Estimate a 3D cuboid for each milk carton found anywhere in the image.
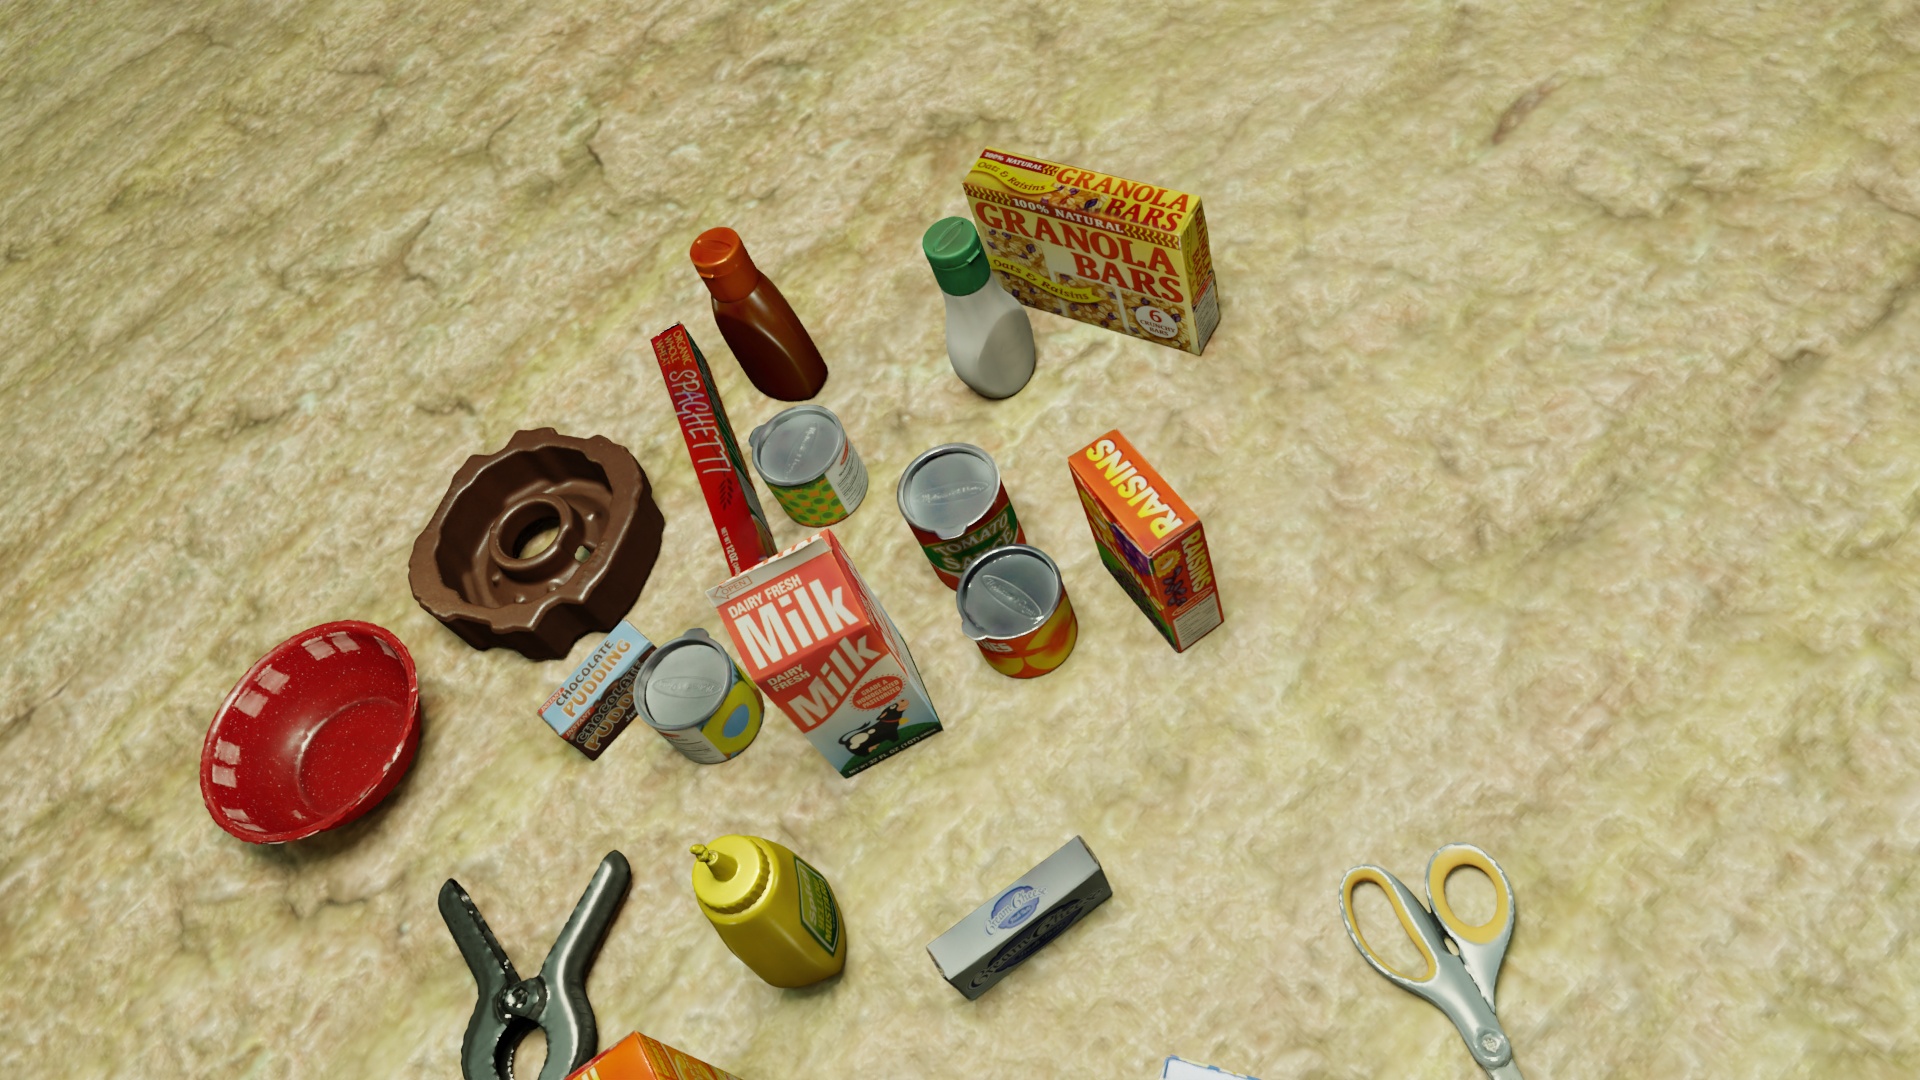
[{"bbox_3d":[-0.079,0.060,0.808,0.072,0.189,0.074,-26,56,0],"label":"milk carton"}]

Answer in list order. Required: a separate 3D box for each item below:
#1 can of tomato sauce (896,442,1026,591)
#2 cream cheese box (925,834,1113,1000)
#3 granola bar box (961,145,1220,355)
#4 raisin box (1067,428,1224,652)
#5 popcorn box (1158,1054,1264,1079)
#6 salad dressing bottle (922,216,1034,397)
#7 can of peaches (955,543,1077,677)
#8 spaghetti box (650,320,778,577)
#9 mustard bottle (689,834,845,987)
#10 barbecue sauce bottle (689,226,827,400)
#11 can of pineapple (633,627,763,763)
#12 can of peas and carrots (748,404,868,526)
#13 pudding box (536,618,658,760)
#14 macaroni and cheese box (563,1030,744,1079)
[{"bbox_3d":[0.003,-0.011,0.893,0.071,0.082,0.071,-8,57,12],"label":"can of tomato sauce"},{"bbox_3d":[0.035,0.209,0.764,0.104,0.053,0.024,-35,56,-6],"label":"cream cheese box"},{"bbox_3d":[0.093,-0.200,0.959,0.166,0.123,0.039,21,68,27],"label":"granola bar box"},{"bbox_3d":[0.111,0.002,0.828,0.040,0.123,0.086,-33,56,-4],"label":"raisin box"},{"bbox_3d":[0.159,0.286,0.660,0.127,0.085,0.038,8,62,21],"label":"popcorn box"},{"bbox_3d":[0.012,-0.156,0.942,0.044,0.147,0.064,32,73,30],"label":"salad dressing bottle"},{"bbox_3d":[0.034,0.046,0.863,0.071,0.058,0.071,-8,57,12],"label":"can of peaches"},{"bbox_3d":[-0.172,-0.056,0.994,0.029,0.050,0.251,-26,55,0],"label":"spaghetti box"},{"bbox_3d":[-0.107,0.195,0.751,0.049,0.159,0.065,-18,56,6],"label":"mustard bottle"},{"bbox_3d":[-0.147,-0.160,0.991,0.065,0.148,0.044,15,65,25],"label":"barbecue sauce bottle"},{"bbox_3d":[-0.165,0.101,0.889,0.071,0.057,0.071,-8,57,12],"label":"can of pineapple"},{"bbox_3d":[-0.106,-0.051,0.965,0.071,0.058,0.071,-8,57,12],"label":"can of peas and carrots"},{"bbox_3d":[-0.232,0.098,0.916,0.030,0.049,0.084,33,73,31],"label":"pudding box"},{"bbox_3d":[-0.170,0.313,0.693,0.124,0.165,0.040,-36,56,-7],"label":"macaroni and cheese box"}]
